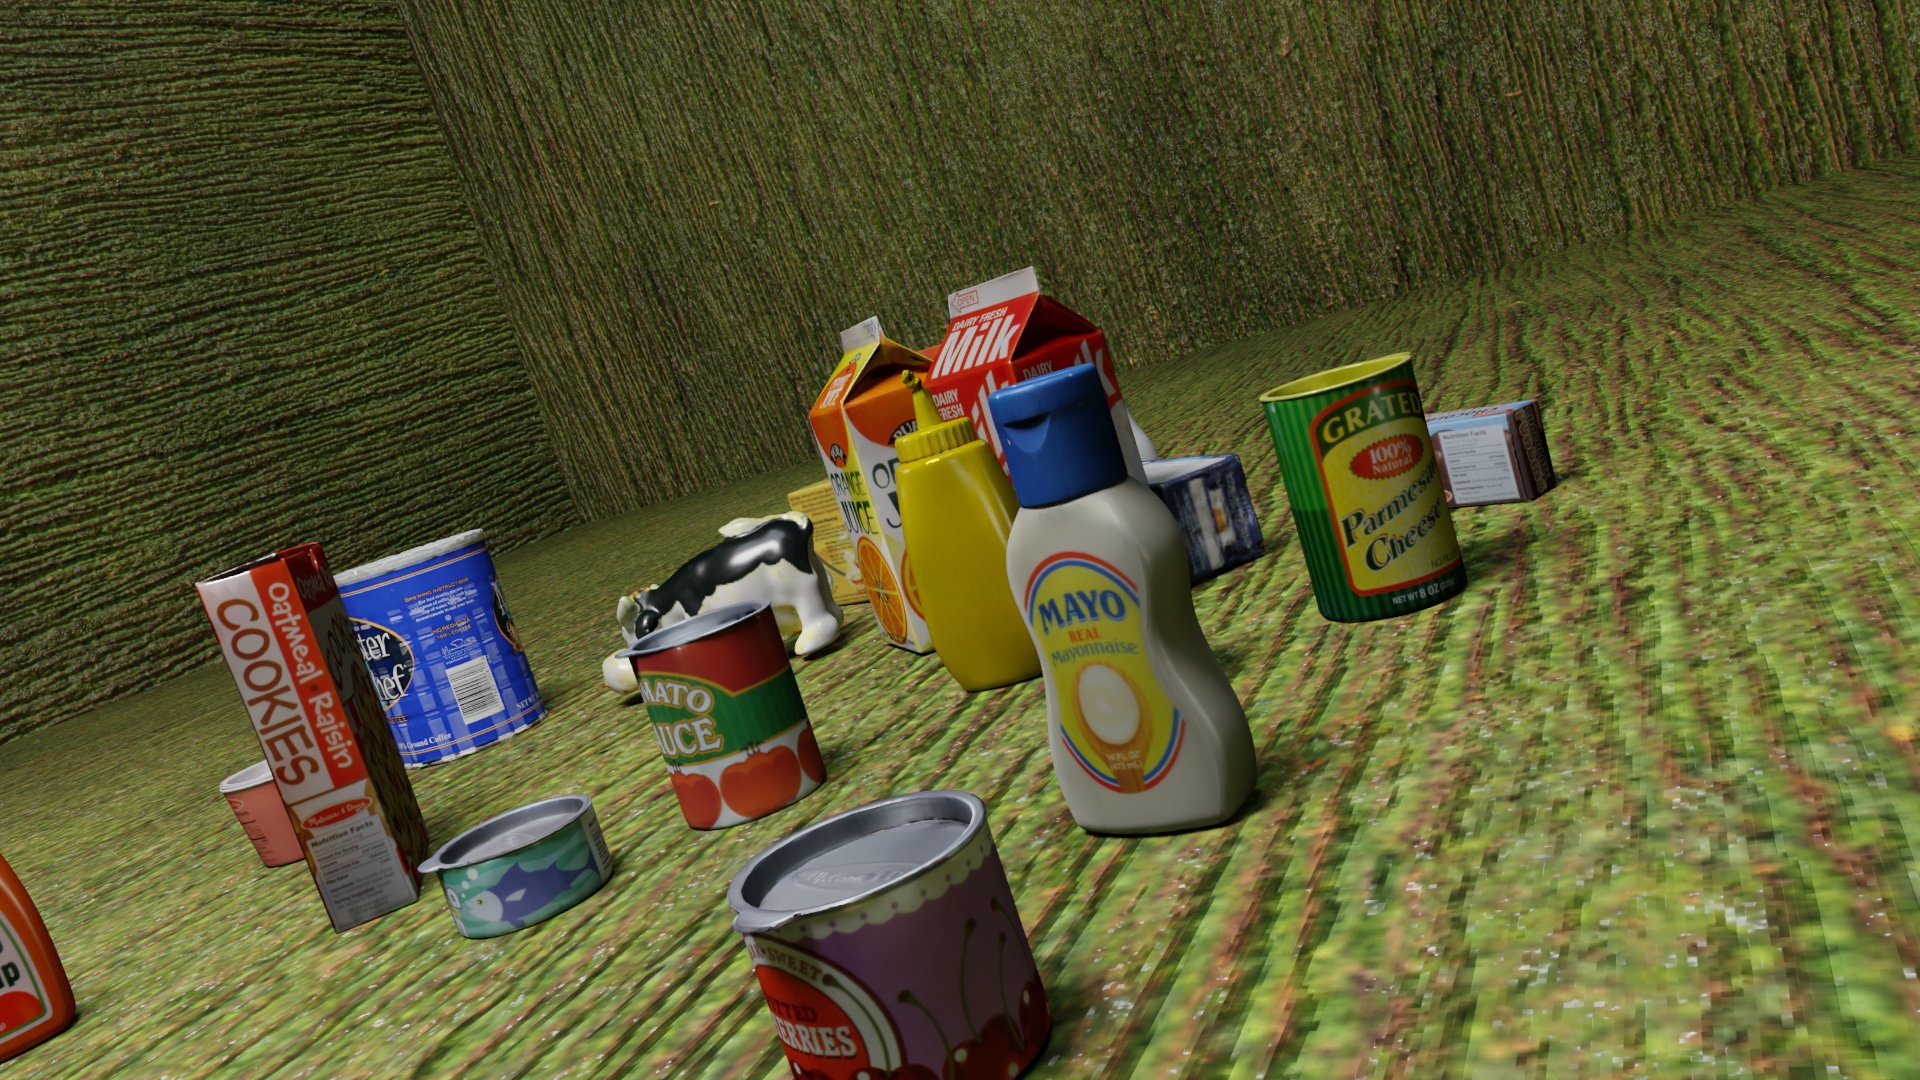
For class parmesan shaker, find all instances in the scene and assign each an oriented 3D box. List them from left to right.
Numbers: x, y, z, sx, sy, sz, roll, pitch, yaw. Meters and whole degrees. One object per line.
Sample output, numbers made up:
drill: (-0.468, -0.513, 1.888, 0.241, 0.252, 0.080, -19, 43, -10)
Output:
parmesan shaker: (0.180, -0.024, 0.611, 0.071, 0.103, 0.071, -17, 8, 3)

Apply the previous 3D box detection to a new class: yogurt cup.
yogurt cup: (-0.380, 0.151, 0.796, 0.072, 0.054, 0.072, -17, 8, 3)

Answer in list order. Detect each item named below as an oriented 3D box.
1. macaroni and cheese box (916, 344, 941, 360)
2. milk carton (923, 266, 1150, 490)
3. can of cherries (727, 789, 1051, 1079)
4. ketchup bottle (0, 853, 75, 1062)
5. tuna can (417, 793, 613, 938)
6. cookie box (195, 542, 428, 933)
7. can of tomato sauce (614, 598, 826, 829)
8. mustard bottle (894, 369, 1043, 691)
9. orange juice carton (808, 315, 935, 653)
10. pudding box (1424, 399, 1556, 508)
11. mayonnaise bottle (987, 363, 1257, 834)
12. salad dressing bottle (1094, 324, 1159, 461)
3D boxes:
macaroni and cheese box: (0.020, -0.076, 1.075, 0.124, 0.166, 0.040, -20, 8, -14)
milk carton: (0.043, -0.045, 0.731, 0.074, 0.190, 0.072, -24, 10, -39)
can of cherries: (-0.019, 0.102, 0.340, 0.071, 0.058, 0.071, -17, 8, 3)
ketchup bottle: (-0.433, 0.149, 0.584, 0.065, 0.148, 0.043, -22, 9, -29)
tuna can: (-0.180, 0.133, 0.567, 0.071, 0.032, 0.071, -17, 8, 3)
cookie box: (-0.302, 0.086, 0.663, 0.040, 0.167, 0.123, -20, 8, -17)
can of tomato sauce: (-0.104, 0.076, 0.610, 0.071, 0.083, 0.071, -17, 8, 3)
mustard bottle: (0.002, -0.009, 0.681, 0.065, 0.160, 0.049, -15, 8, 16)
orange juice carton: (-0.032, -0.036, 0.825, 0.073, 0.192, 0.072, -20, 8, -20)
pudding box: (0.272, -0.045, 0.749, 0.030, 0.049, 0.083, -23, 10, -34)
mayonnaise bottle: (0.046, 0.019, 0.445, 0.064, 0.148, 0.041, -12, 9, 34)
salad dressing bottle: (0.099, -0.073, 0.956, 0.064, 0.147, 0.044, -11, 10, 42)
